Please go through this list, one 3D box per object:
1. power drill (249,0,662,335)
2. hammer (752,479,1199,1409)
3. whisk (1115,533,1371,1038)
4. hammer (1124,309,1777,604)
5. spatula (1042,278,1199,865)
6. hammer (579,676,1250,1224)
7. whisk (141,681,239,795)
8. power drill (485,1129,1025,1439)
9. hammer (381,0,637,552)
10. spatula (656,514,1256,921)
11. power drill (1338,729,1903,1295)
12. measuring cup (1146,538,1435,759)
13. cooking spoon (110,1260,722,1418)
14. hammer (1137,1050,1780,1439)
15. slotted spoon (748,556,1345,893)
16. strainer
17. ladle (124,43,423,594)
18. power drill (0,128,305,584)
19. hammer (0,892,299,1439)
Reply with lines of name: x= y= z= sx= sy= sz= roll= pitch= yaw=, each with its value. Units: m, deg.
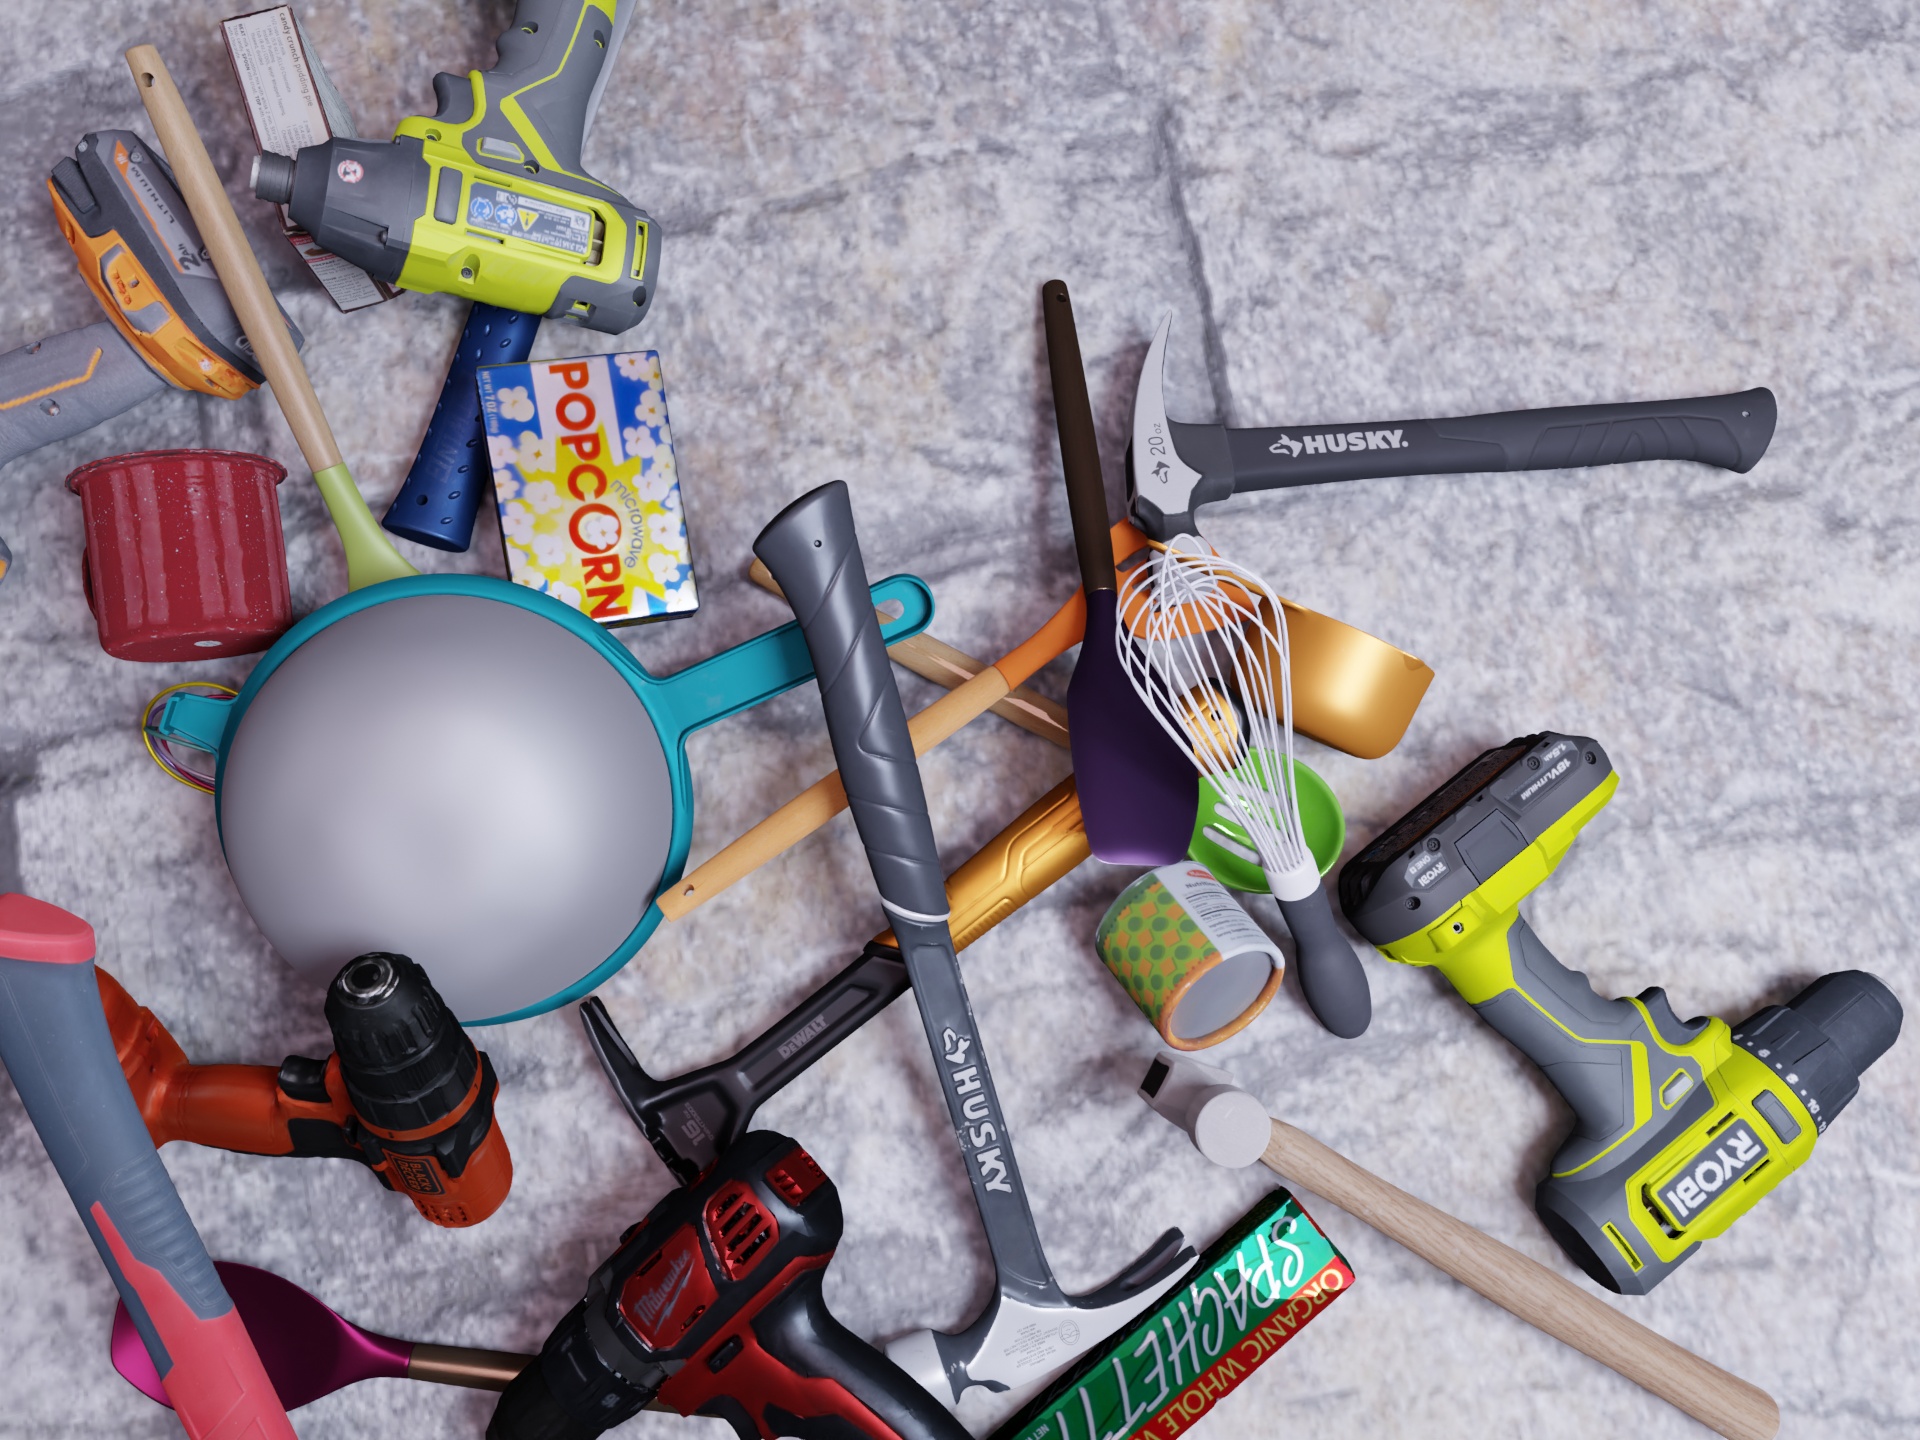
power drill: x=-0.217 y=-0.302 z=0.721 sx=0.171 sy=0.080 sz=0.223 roll=9 pitch=79 yaw=-27
hammer: x=-0.009 y=0.098 z=0.688 sx=0.149 sy=0.036 sz=0.409 roll=-17 pitch=100 yaw=-9
whisk: x=0.133 y=0.043 z=0.682 sx=0.070 sy=0.070 sz=0.284 roll=-31 pitch=122 yaw=-7
hammer: x=0.244 y=-0.141 z=0.787 sx=0.334 sy=0.035 sz=0.146 roll=-5 pitch=68 yaw=-7
spatula: x=0.065 y=-0.080 z=0.742 sx=0.059 sy=0.018 sz=0.316 roll=2 pitch=63 yaw=-18
hammer: x=-0.011 y=0.086 z=0.731 sx=0.337 sy=0.034 sz=0.127 roll=-37 pitch=86 yaw=-2
whisk: x=-0.263 y=0.035 z=0.742 sx=0.245 sy=0.051 sz=0.047 roll=18 pitch=75 yaw=-3
power drill: x=-0.076 y=0.308 z=0.658 sx=0.188 sy=0.080 sz=0.227 roll=-45 pitch=81 yaw=9
hammer: x=-0.197 y=-0.277 z=0.797 sx=0.144 sy=0.035 sz=0.405 roll=16 pitch=81 yaw=0
spatula: x=-0.001 y=-0.002 z=0.739 sx=0.322 sy=0.041 sz=0.081 roll=-35 pitch=76 yaw=-13
power drill: x=0.306 y=0.119 z=0.736 sx=0.190 sy=0.080 sz=0.228 roll=-37 pitch=87 yaw=-6
measuring cup: x=0.138 y=-0.030 z=0.721 sx=0.173 sy=0.095 sz=0.052 roll=21 pitch=94 yaw=-34
cooking spoon: x=-0.220 y=0.291 z=0.714 sx=0.319 sy=0.017 sz=0.069 roll=8 pitch=85 yaw=-1
hammer: x=0.222 y=0.236 z=0.706 sx=0.331 sy=0.130 sz=0.031 roll=31 pitch=85 yaw=-8
slotted spoon: x=0.038 y=-0.005 z=0.769 sx=0.314 sy=0.031 sz=0.070 roll=27 pitch=80 yaw=4
strainer: x=-0.166 y=0.021 z=0.678 sx=0.340 sy=0.095 sz=0.211 roll=-24 pitch=103 yaw=2
ladle: x=-0.295 y=-0.136 z=0.705 sx=0.078 sy=0.062 sz=0.320 roll=-19 pitch=107 yaw=-1
power drill: x=-0.450 y=-0.173 z=0.749 sx=0.226 sy=0.084 sz=0.164 roll=-37 pitch=84 yaw=-4
hammer: x=-0.317 y=0.250 z=0.629 sx=0.143 sy=0.038 sz=0.386 roll=-17 pitch=107 yaw=-5
